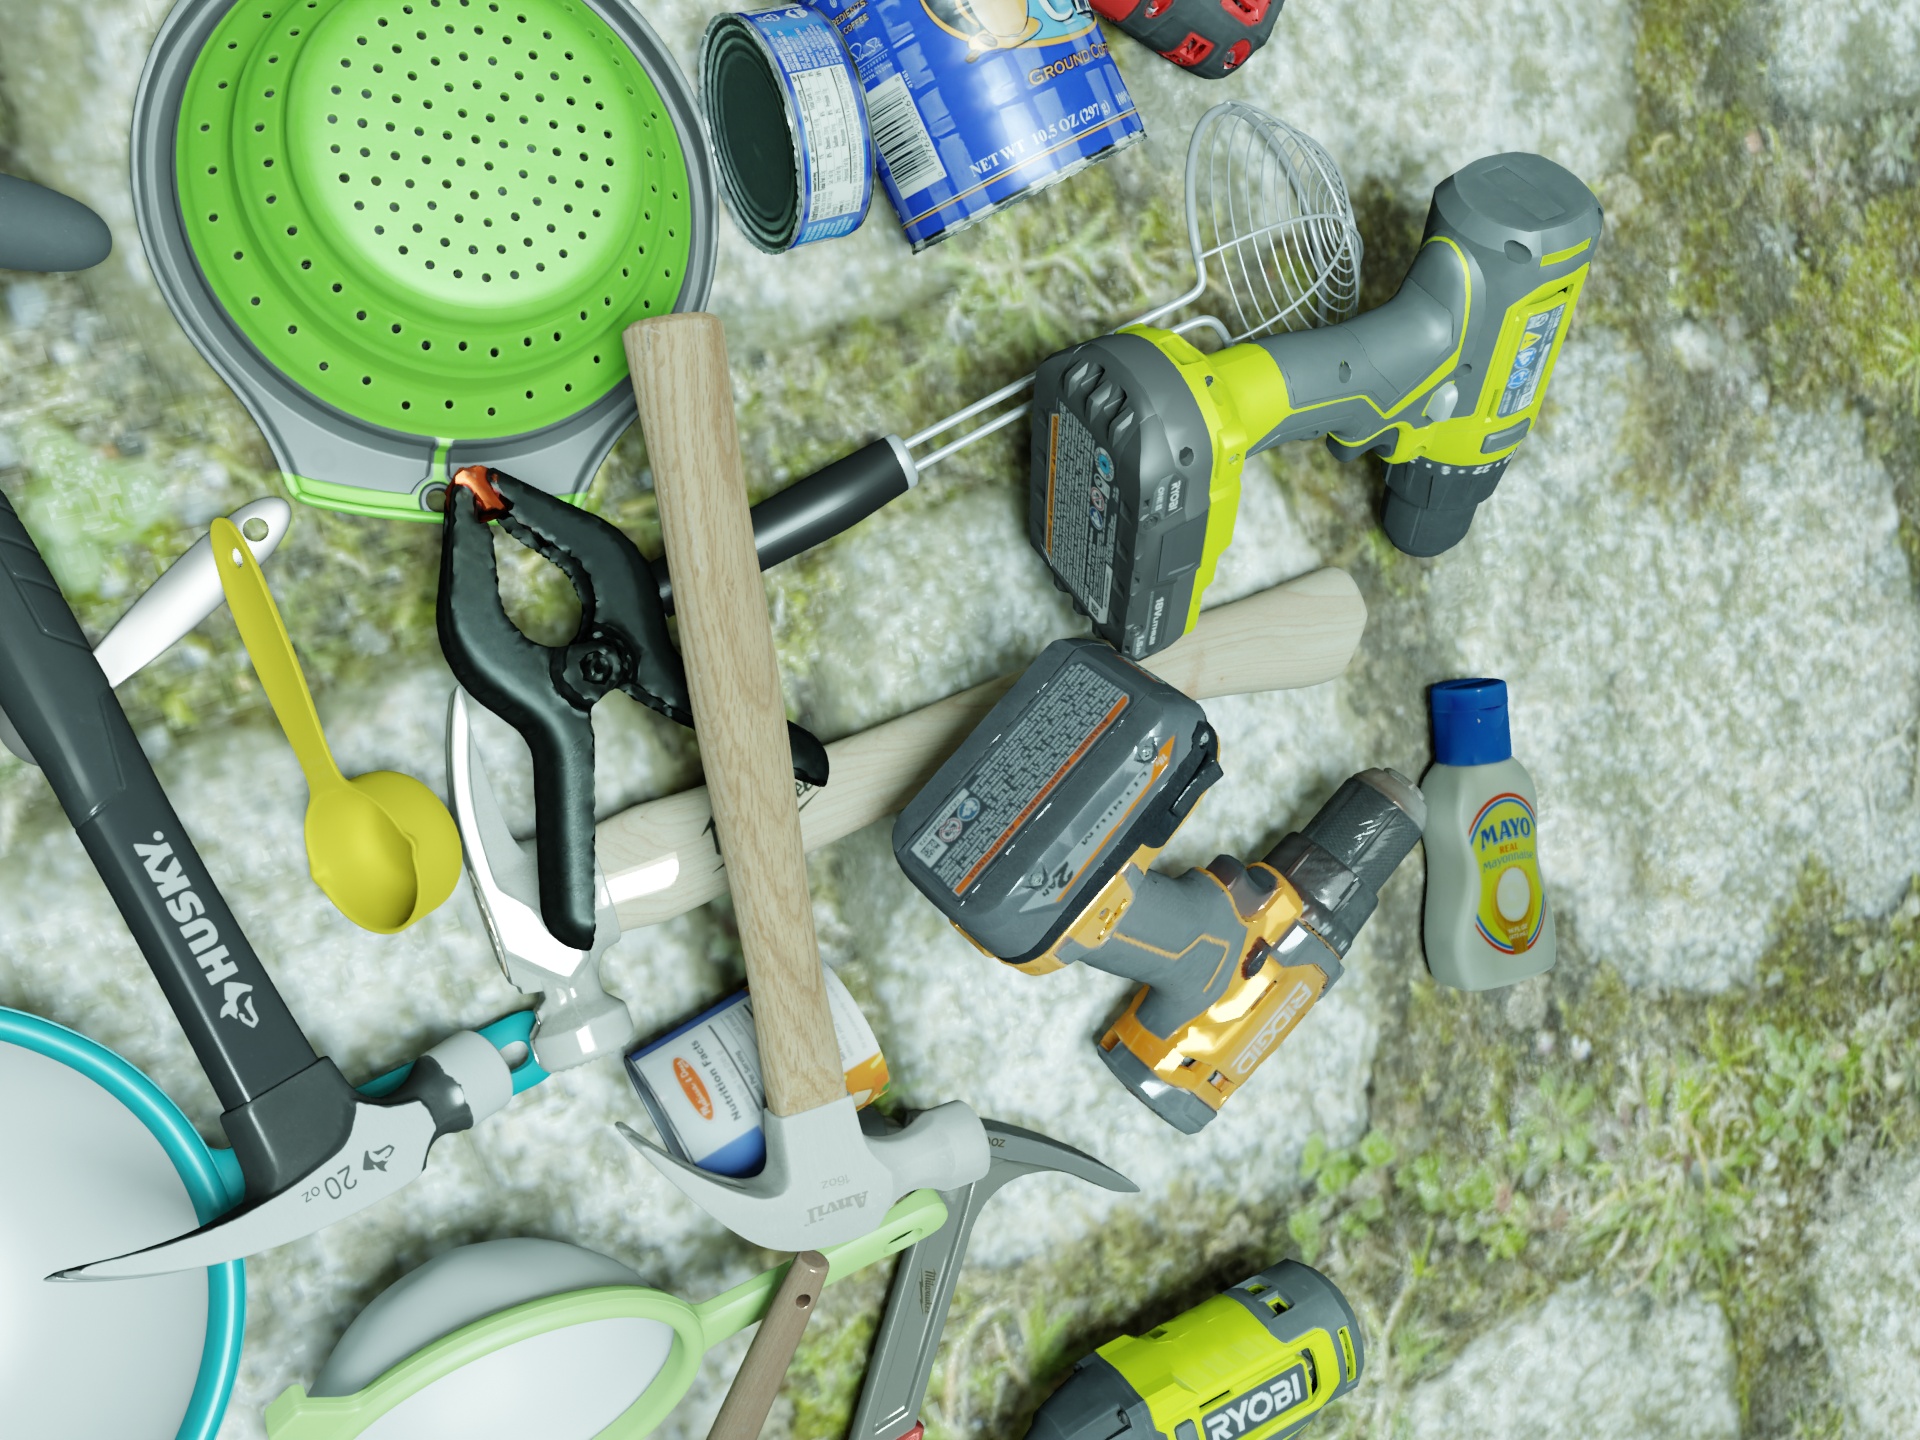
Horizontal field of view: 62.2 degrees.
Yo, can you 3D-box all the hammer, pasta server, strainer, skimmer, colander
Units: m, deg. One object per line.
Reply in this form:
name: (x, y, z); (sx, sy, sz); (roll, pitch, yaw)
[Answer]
hammer: (-0.001, -0.002, 0.663); (0.410, 0.038, 0.146); (-20, 94, -23)
pasta server: (-0.113, 0.337, 0.600); (0.060, 0.040, 0.316); (19, 103, -23)
hammer: (-0.038, 0.347, 0.676); (0.149, 0.037, 0.359); (18, 86, -24)
strainer: (-0.129, 0.215, 0.597); (0.256, 0.069, 0.151); (-19, 140, -26)
skimmer: (0.020, -0.140, 0.669); (0.363, 0.090, 0.127); (-29, 113, -9)
colander: (-0.168, -0.268, 0.538); (0.204, 0.094, 0.397); (1, 94, -24)
hammer: (-0.075, 0.025, 0.560); (0.130, 0.031, 0.331); (-13, 96, -29)
hammer: (-0.279, 0.016, 0.503); (0.146, 0.035, 0.335); (-32, 96, -48)
strainer: (-0.298, 0.172, 0.528); (0.340, 0.095, 0.211); (-22, 98, -42)

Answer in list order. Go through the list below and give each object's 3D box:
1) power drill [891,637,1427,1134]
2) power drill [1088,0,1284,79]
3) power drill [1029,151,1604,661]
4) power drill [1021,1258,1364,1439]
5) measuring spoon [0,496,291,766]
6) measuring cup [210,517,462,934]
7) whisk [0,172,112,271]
power drill: (0.098, 0.057, 0.653); (0.185, 0.084, 0.226); (-49, 133, -3)
power drill: (0.096, -0.398, 0.660); (0.143, 0.079, 0.220); (22, 88, -23)
power drill: (0.146, -0.113, 0.657); (0.228, 0.080, 0.190); (-24, 145, -17)
power drill: (0.109, 0.373, 0.710); (0.171, 0.080, 0.223); (-19, 105, -22)
measuring spoon: (-0.279, -0.033, 0.549); (0.034, 0.018, 0.124); (46, 75, -20)
measuring cup: (-0.222, 0.000, 0.564); (0.029, 0.062, 0.156); (-29, 99, -55)
whisk: (-0.408, -0.172, 0.464); (0.284, 0.070, 0.070); (7, 91, -29)
